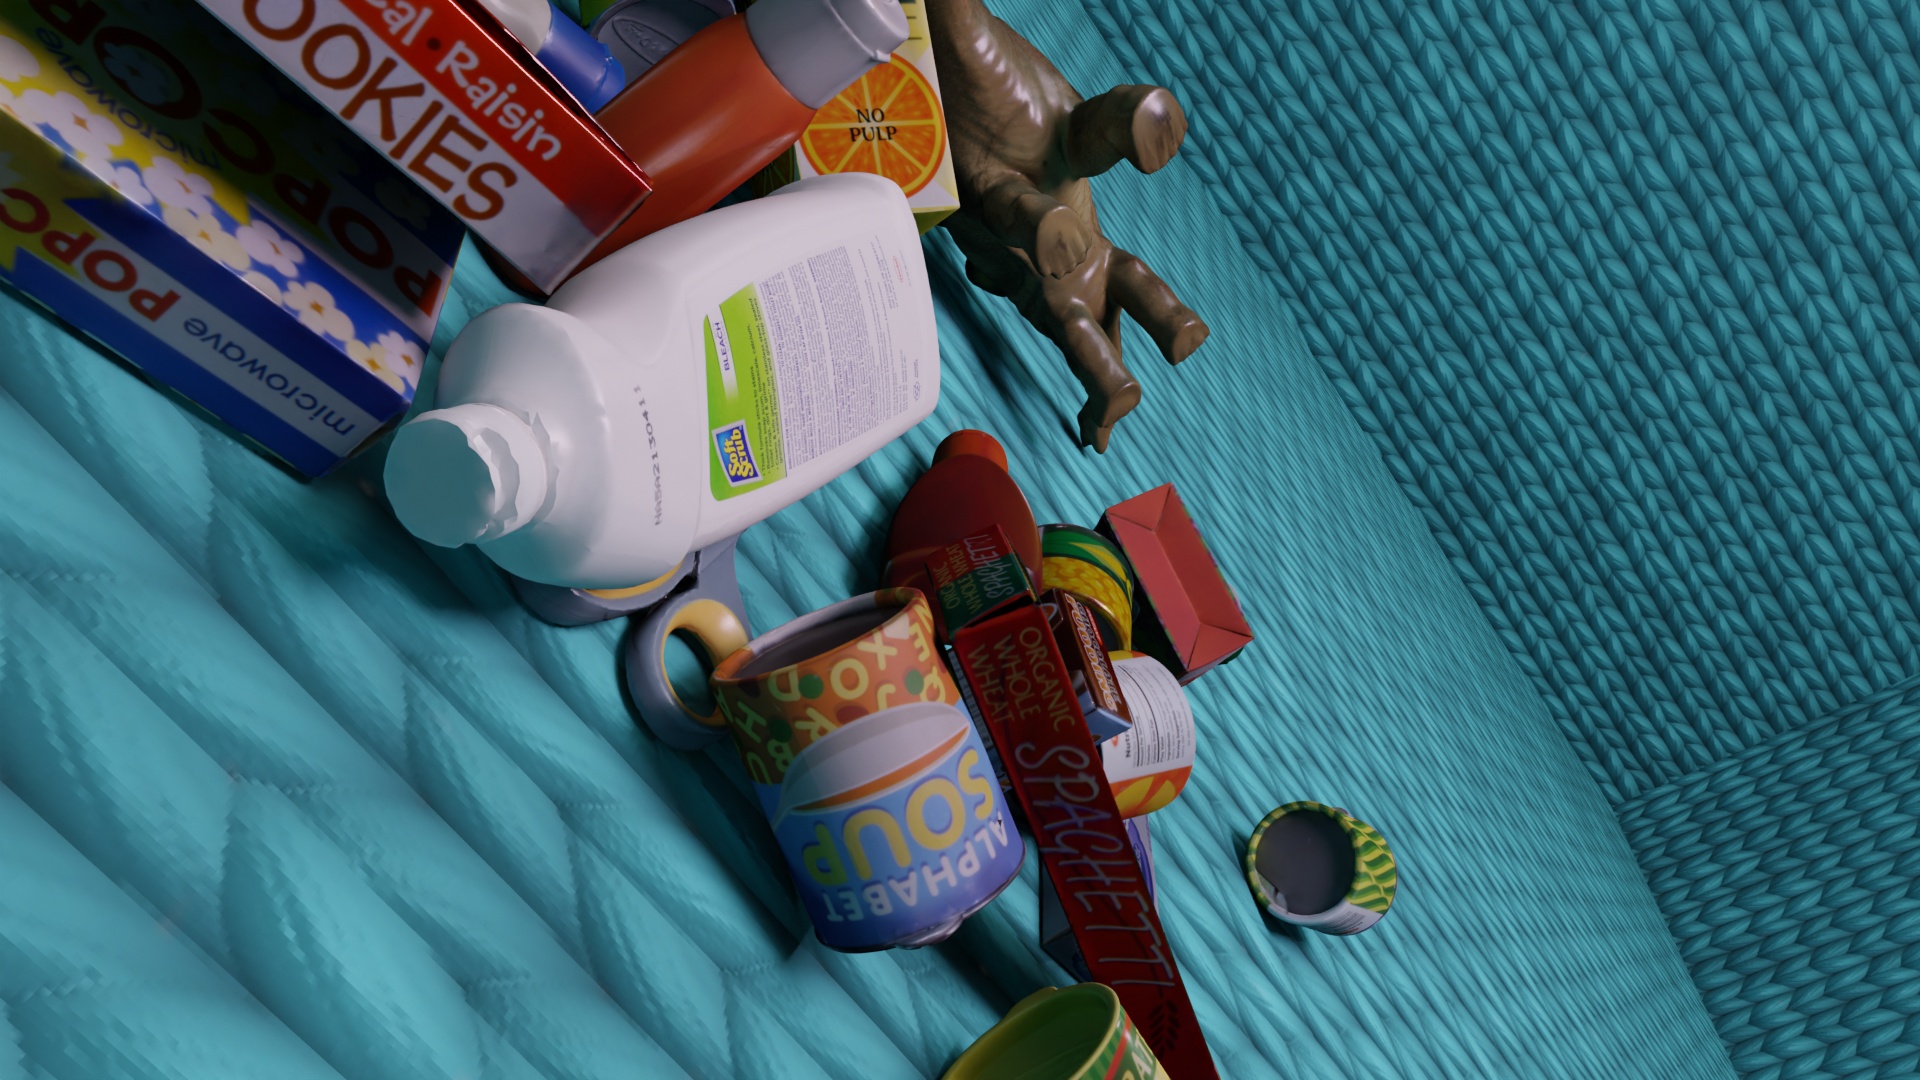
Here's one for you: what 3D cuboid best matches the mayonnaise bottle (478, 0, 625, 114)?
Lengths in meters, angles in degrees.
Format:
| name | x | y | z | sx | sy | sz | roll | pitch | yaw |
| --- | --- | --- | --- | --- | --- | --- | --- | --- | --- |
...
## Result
| name | x | y | z | sx | sy | sz | roll | pitch | yaw |
| --- | --- | --- | --- | --- | --- | --- | --- | --- | --- |
| mayonnaise bottle | -0.179 | -0.192 | 0.471 | 0.148 | 0.041 | 0.065 | 33 | 25 | -50 |

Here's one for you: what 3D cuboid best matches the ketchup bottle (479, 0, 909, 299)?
| name | x | y | z | sx | sy | sz | roll | pitch | yaw |
| --- | --- | --- | --- | --- | --- | --- | --- | --- | --- |
| ketchup bottle | -0.085 | -0.133 | 0.448 | 0.043 | 0.148 | 0.065 | 59 | 21 | -2 |

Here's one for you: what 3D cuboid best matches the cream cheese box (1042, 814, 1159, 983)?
| name | x | y | z | sx | sy | sz | roll | pitch | yaw |
| --- | --- | --- | --- | --- | --- | --- | --- | --- | --- |
| cream cheese box | 0.057 | 0.135 | 0.567 | 0.053 | 0.024 | 0.104 | 48 | 23 | -24 |

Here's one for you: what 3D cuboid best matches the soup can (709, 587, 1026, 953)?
| name | x | y | z | sx | sy | sz | roll | pitch | yaw |
| --- | --- | --- | --- | --- | --- | --- | --- | --- | --- |
| soup can | -0.026 | 0.064 | 0.396 | 0.083 | 0.071 | 0.071 | 69 | 19 | -10 |

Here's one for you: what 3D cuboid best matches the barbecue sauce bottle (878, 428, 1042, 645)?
| name | x | y | z | sx | sy | sz | roll | pitch | yaw |
| --- | --- | --- | --- | --- | --- | --- | --- | --- | --- |
| barbecue sauce bottle | 0.002 | -0.007 | 0.597 | 0.149 | 0.065 | 0.043 | -85 | -179 | -66 |

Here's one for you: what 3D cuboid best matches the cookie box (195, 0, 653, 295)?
| name | x | y | z | sx | sy | sz | roll | pitch | yaw |
| --- | --- | --- | --- | --- | --- | --- | --- | --- | --- |
| cookie box | -0.156 | -0.137 | 0.350 | 0.122 | 0.040 | 0.168 | 42 | 0 | -39 |

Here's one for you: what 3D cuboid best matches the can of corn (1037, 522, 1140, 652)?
| name | x | y | z | sx | sy | sz | roll | pitch | yaw |
| --- | --- | --- | --- | --- | --- | --- | --- | --- | --- |
| can of corn | 0.045 | 0.036 | 0.615 | 0.071 | 0.071 | 0.058 | 51 | 23 | -18 |

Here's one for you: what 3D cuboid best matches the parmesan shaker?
| name | x | y | z | sx | sy | sz | roll | pitch | yaw |
| --- | --- | --- | --- | --- | --- | --- | --- | --- | --- |
| parmesan shaker | 0.046 | 0.191 | 0.407 | 0.103 | 0.071 | 0.071 | 57 | 21 | -4 |

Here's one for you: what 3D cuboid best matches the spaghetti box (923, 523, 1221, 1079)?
| name | x | y | z | sx | sy | sz | roll | pitch | yaw |
| --- | --- | --- | --- | --- | --- | --- | --- | --- | --- |
| spaghetti box | 0.045 | 0.110 | 0.456 | 0.050 | 0.029 | 0.249 | -111 | 179 | -63 |

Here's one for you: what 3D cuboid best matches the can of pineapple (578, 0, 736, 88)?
| name | x | y | z | sx | sy | sz | roll | pitch | yaw |
| --- | --- | --- | --- | --- | --- | --- | --- | --- | --- |
| can of pineapple | -0.125 | -0.218 | 0.586 | 0.071 | 0.071 | 0.058 | 34 | 31 | -47 |

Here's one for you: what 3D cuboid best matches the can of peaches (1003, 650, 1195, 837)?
| name | x | y | z | sx | sy | sz | roll | pitch | yaw |
| --- | --- | --- | --- | --- | --- | --- | --- | --- | --- |
| can of peaches | 0.046 | 0.078 | 0.536 | 0.058 | 0.071 | 0.071 | -2 | 61 | -43 |

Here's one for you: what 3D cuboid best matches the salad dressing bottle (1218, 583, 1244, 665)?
| name | x | y | z | sx | sy | sz | roll | pitch | yaw |
| --- | --- | --- | --- | --- | --- | --- | --- | --- | --- |
| salad dressing bottle | 0.140 | 0.048 | 0.826 | 0.147 | 0.064 | 0.044 | 29 | 54 | -66 |

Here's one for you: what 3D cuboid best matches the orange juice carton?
| name | x | y | z | sx | sy | sz | roll | pitch | yaw |
| --- | --- | --- | --- | --- | --- | --- | --- | --- | --- |
| orange juice carton | -0.062 | -0.230 | 0.621 | 0.073 | 0.071 | 0.192 | -10 | 90 | -24 |

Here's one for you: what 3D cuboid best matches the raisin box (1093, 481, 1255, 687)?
| name | x | y | z | sx | sy | sz | roll | pitch | yaw |
| --- | --- | --- | --- | --- | --- | --- | --- | --- | --- |
| raisin box | 0.095 | 0.032 | 0.694 | 0.086 | 0.040 | 0.123 | 63 | -10 | 11 |

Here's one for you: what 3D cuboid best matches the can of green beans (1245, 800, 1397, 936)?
| name | x | y | z | sx | sy | sz | roll | pitch | yaw |
| --- | --- | --- | --- | --- | --- | --- | --- | --- | --- |
| can of green beans | 0.197 | 0.179 | 0.757 | 0.058 | 0.071 | 0.071 | 31 | 34 | -50 |

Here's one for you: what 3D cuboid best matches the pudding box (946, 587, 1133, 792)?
| name | x | y | z | sx | sy | sz | roll | pitch | yaw |
| --- | --- | --- | --- | --- | --- | --- | --- | --- | --- |
| pudding box | 0.014 | 0.060 | 0.493 | 0.030 | 0.083 | 0.050 | 33 | 32 | -50 |

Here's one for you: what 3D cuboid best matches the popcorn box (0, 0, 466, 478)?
| name | x | y | z | sx | sy | sz | roll | pitch | yaw |
| --- | --- | --- | --- | --- | --- | --- | --- | --- | --- |
| popcorn box | -0.181 | -0.083 | 0.320 | 0.126 | 0.038 | 0.085 | 42 | 27 | -36 |
